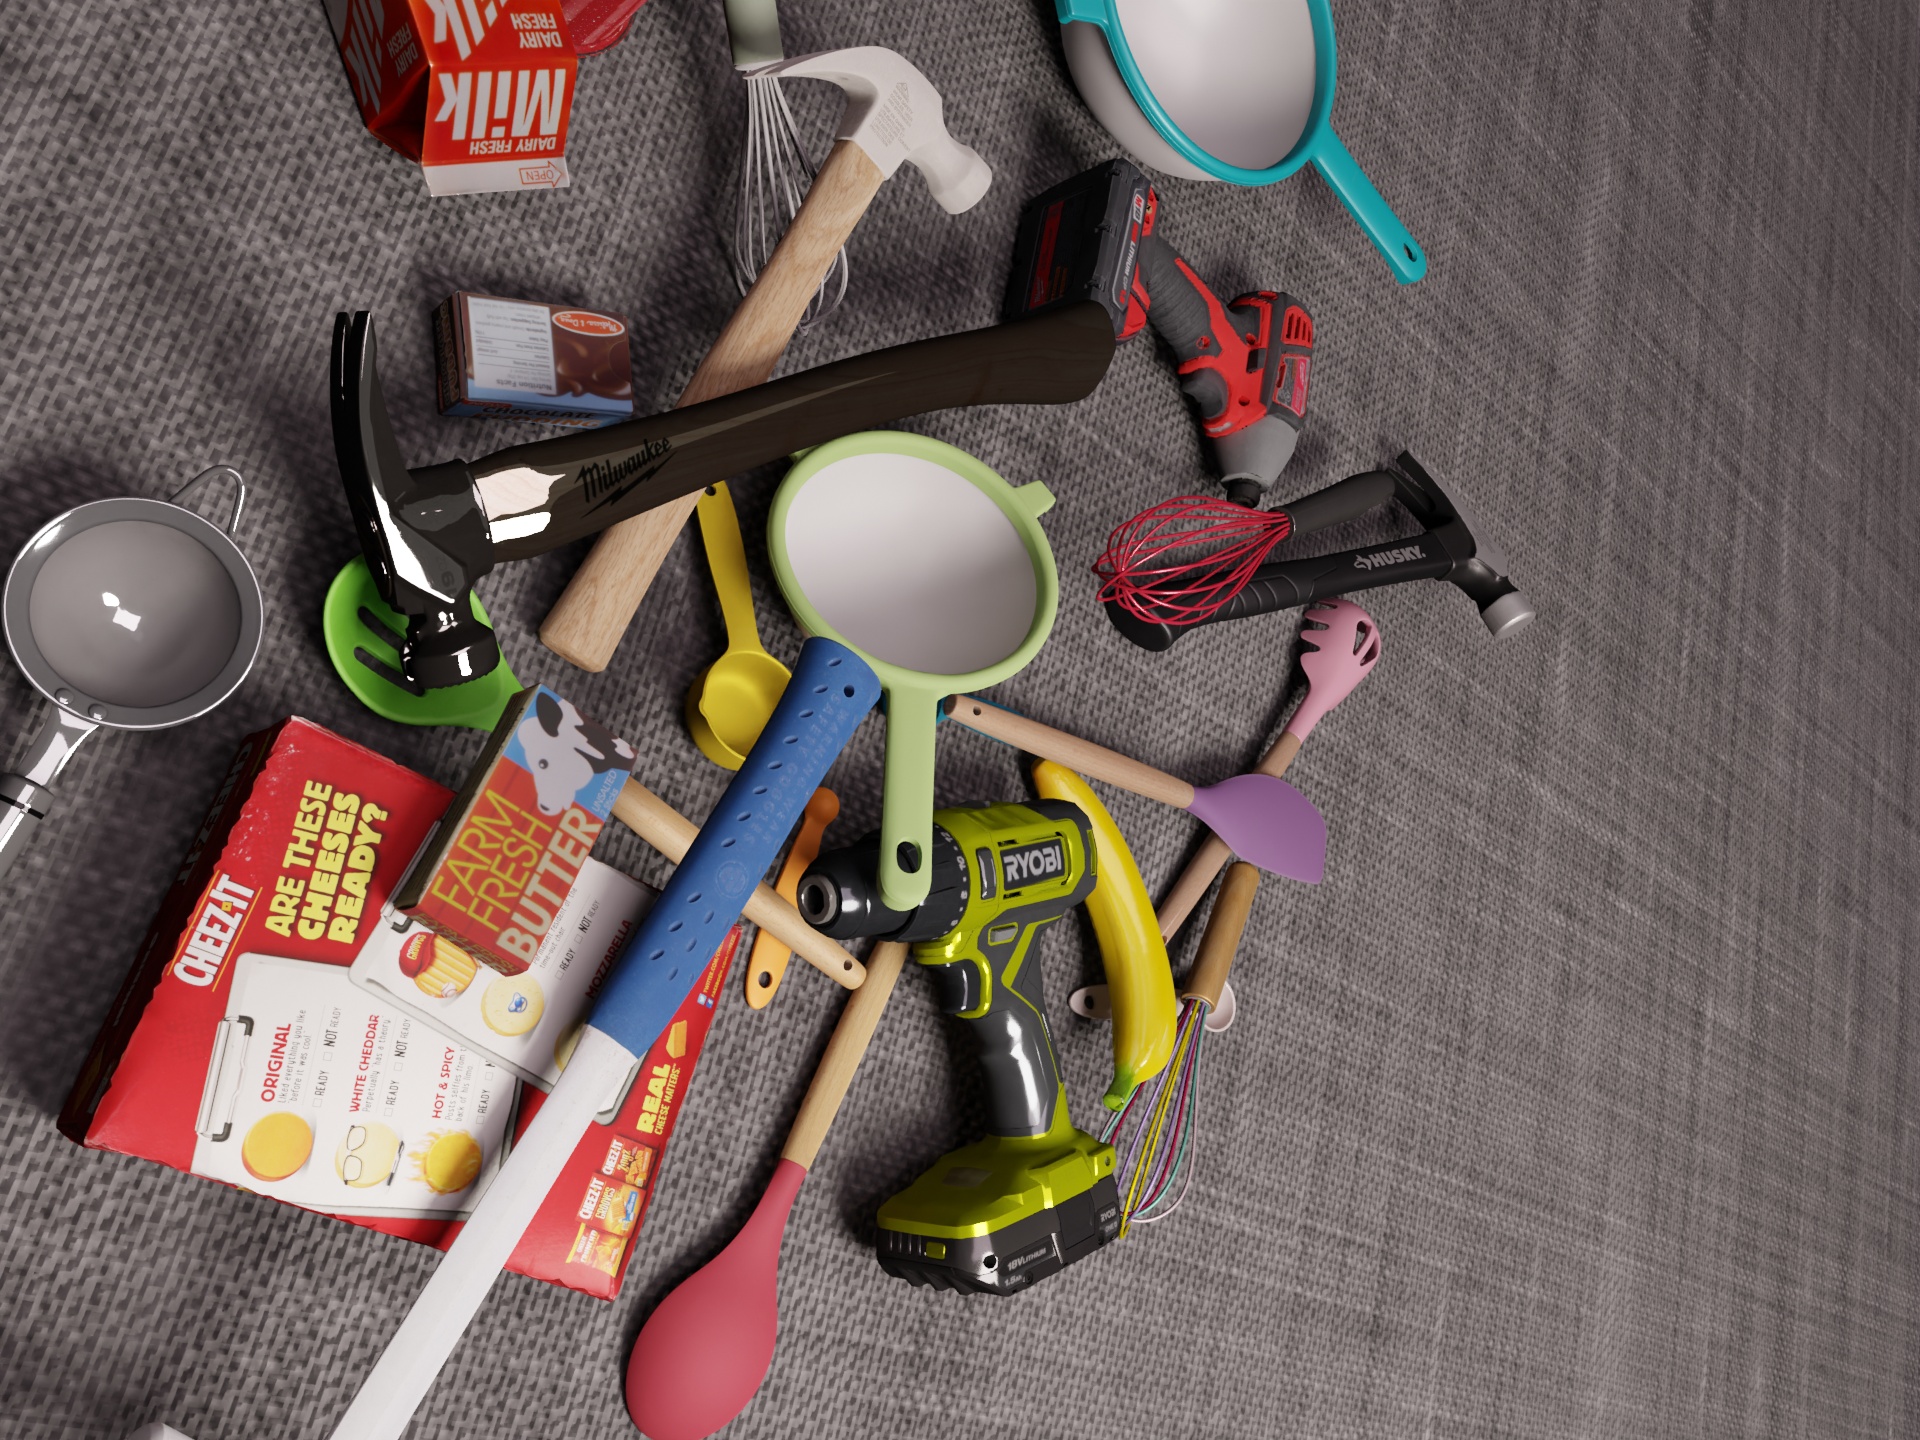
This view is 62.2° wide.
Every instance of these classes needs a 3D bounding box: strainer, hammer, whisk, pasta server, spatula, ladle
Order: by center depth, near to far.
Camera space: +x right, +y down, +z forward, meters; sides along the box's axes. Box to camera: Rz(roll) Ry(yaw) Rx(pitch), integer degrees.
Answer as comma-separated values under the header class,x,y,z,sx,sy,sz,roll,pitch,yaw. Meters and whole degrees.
class,x,y,z,sx,sy,sz,roll,pitch,yaw
strainer,-0.333,0.019,0.570,0.086,0.050,0.258,33,69,-25
hammer,-0.138,0.138,0.618,0.144,0.035,0.406,43,61,-26
hammer,-0.079,-0.149,0.727,0.410,0.038,0.146,-25,116,-37
hammer,-0.102,-0.173,0.744,0.129,0.031,0.331,39,74,-42
whisk,-0.096,-0.310,0.771,0.059,0.058,0.246,-82,166,-65
ladle,-0.070,0.192,0.773,0.069,0.031,0.316,41,58,-28
strainer,-0.032,-0.021,0.777,0.151,0.069,0.257,11,60,-18
whisk,0.128,0.182,0.911,0.047,0.051,0.245,54,47,-34
spatula,0.113,0.035,0.918,0.315,0.018,0.060,20,69,-36
whisk,0.183,-0.115,0.964,0.296,0.073,0.073,-22,98,-42
pasta server,0.192,0.031,1.014,0.060,0.040,0.316,52,59,-22
strainer,0.174,-0.390,1.016,0.340,0.095,0.211,38,64,-32
hammer,0.230,-0.097,1.036,0.334,0.035,0.146,-13,66,-34

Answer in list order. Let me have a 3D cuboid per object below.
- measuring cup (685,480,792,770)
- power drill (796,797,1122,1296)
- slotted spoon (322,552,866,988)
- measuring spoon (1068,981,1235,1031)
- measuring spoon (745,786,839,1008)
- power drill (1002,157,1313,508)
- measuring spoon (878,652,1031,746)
class,x,y,z,sx,sy,sz,roll,pitch,yaw
measuring cup,-0.116,-0.050,0.776,0.062,0.029,0.157,-2,73,-40
power drill,0.002,0.155,0.785,0.190,0.080,0.228,-5,89,-51
slotted spoon,-0.154,0.036,0.719,0.313,0.031,0.070,42,60,-27
measuring spoon,0.111,0.166,0.936,0.124,0.018,0.034,7,72,-32
measuring spoon,-0.082,0.086,0.785,0.021,0.011,0.117,31,65,-32
power drill,0.133,-0.228,0.971,0.219,0.078,0.143,24,69,-38
measuring spoon,-0.001,-0.003,0.867,0.128,0.021,0.042,20,66,-46
